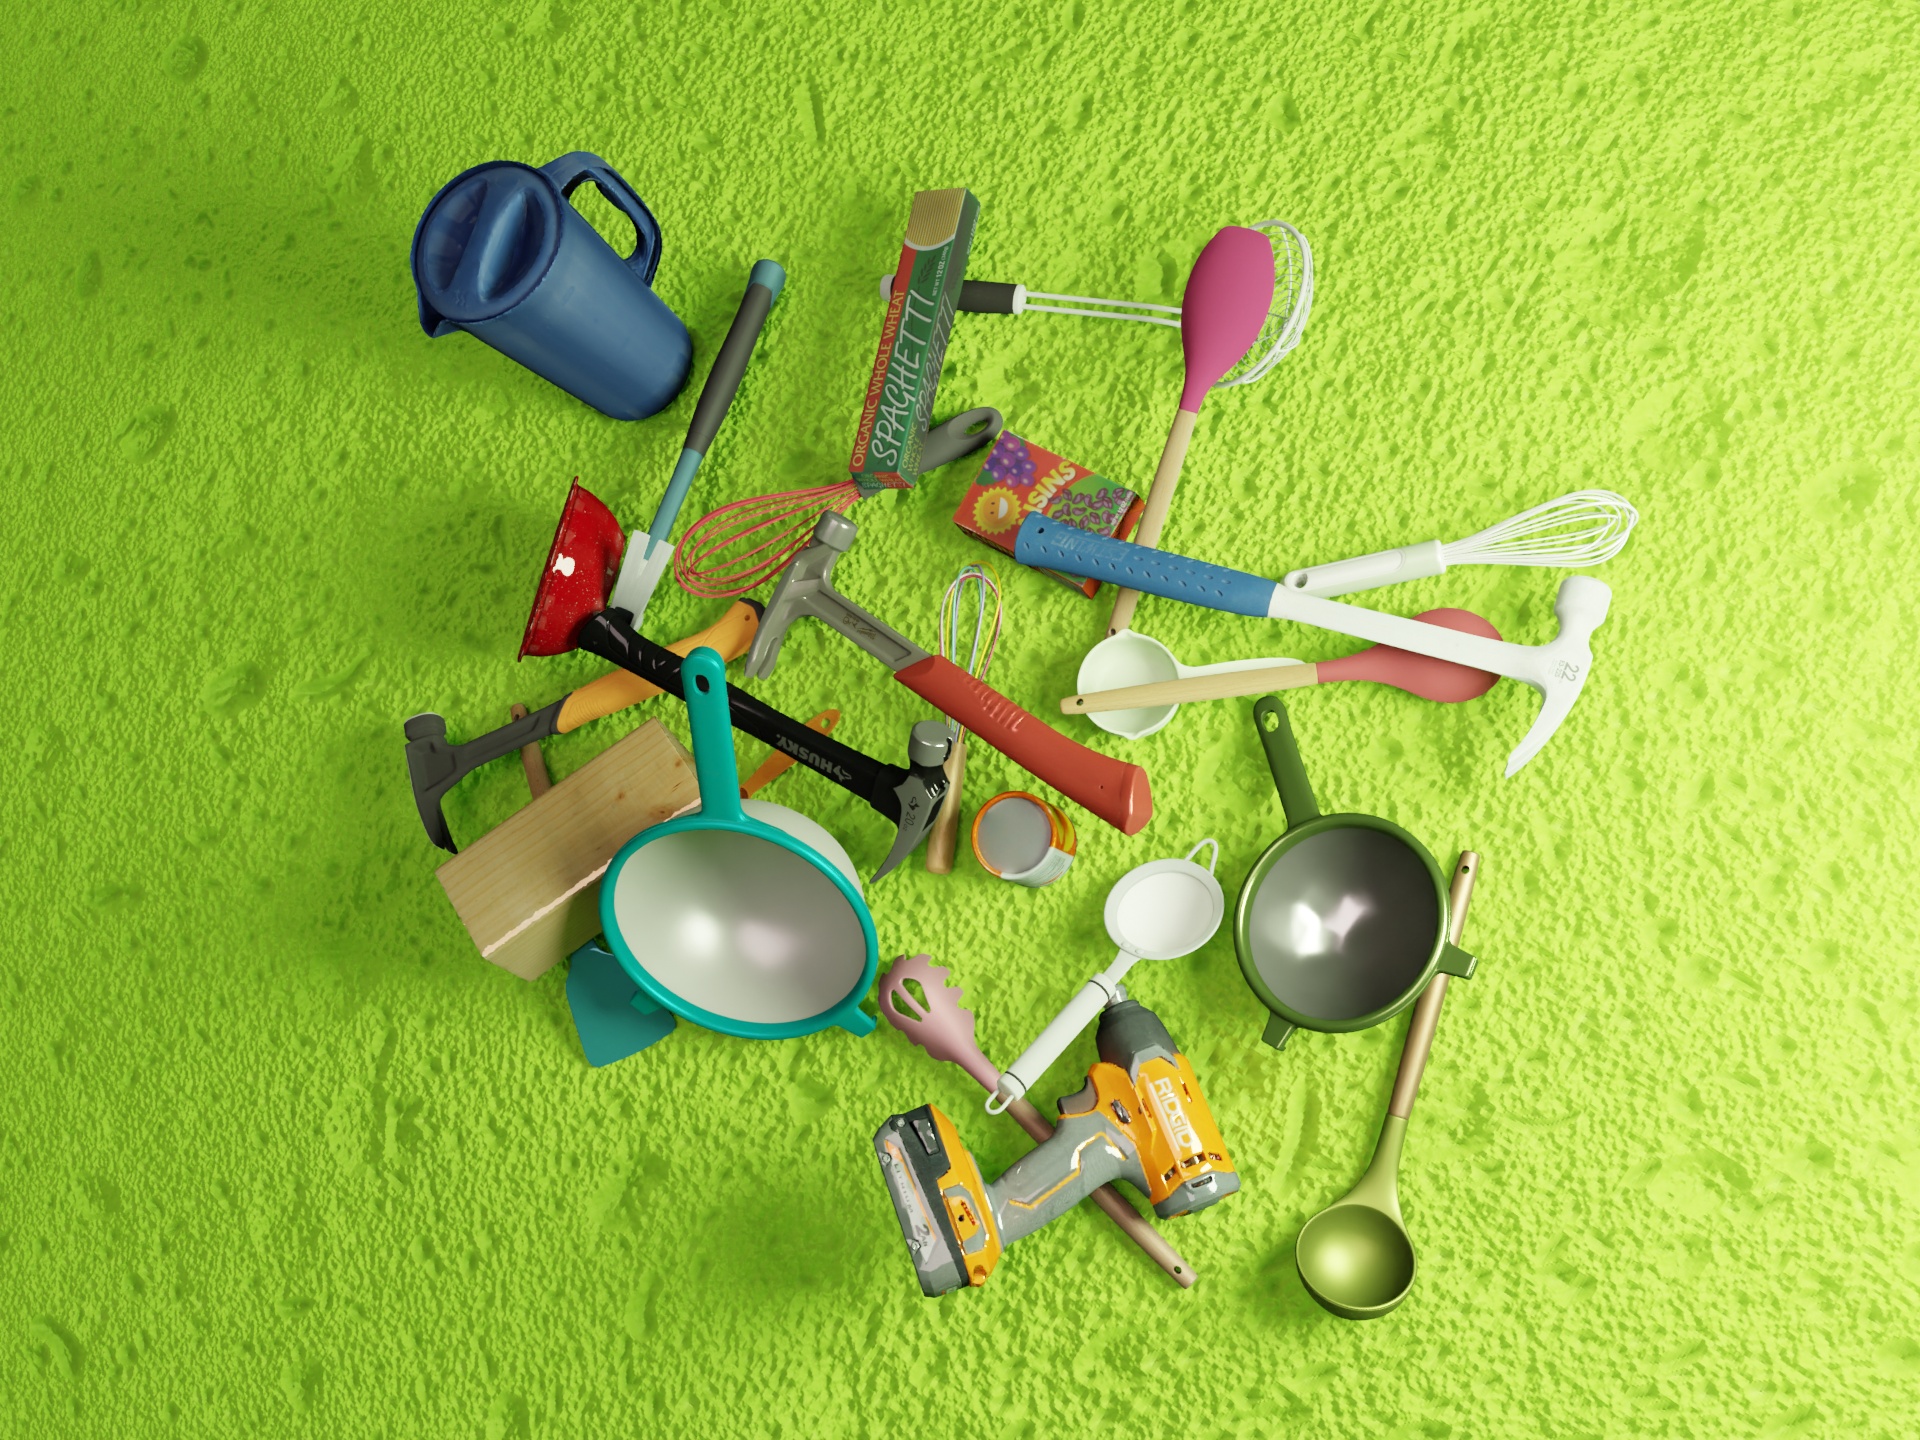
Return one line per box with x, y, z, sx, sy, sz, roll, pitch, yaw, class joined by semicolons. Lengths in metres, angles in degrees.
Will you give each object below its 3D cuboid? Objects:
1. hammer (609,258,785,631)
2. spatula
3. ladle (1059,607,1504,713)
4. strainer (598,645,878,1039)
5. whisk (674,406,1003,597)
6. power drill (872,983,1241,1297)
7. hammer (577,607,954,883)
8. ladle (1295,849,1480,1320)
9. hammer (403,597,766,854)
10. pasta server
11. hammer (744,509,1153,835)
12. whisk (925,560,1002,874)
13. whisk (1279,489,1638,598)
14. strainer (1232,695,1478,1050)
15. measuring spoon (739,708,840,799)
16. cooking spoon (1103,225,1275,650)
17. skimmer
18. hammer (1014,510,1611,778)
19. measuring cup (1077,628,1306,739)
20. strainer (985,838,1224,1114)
-0.218;-0.232;1.320;0.033;0.128;0.331;23;78;-11;hammer
-0.323;0.125;1.316;0.082;0.044;0.318;-28;67;12;spatula
0.227;-0.031;1.130;0.315;0.031;0.069;-8;76;10;ladle
-0.158;0.079;1.160;0.211;0.095;0.340;4;123;10;strainer
-0.099;-0.179;1.285;0.296;0.073;0.073;-26;72;5;whisk
0.058;0.285;1.092;0.226;0.084;0.164;-18;67;-8;power drill
-0.160;0.002;1.225;0.335;0.035;0.146;27;126;19;hammer
0.298;0.238;1.060;0.078;0.062;0.320;15;82;23;ladle
-0.304;-0.009;1.314;0.337;0.034;0.127;-24;64;8;hammer
0.051;0.287;1.152;0.316;0.040;0.060;43;94;18;pasta server
-0.010;-0.014;1.183;0.359;0.036;0.149;35;104;28;hammer
-0.001;-0.004;1.221;0.047;0.051;0.245;5;84;14;whisk
0.346;-0.118;1.122;0.246;0.059;0.058;-11;64;21;whisk
0.257;0.099;1.106;0.151;0.069;0.257;-28;54;23;strainer
-0.140;0.031;1.280;0.117;0.011;0.021;-41;67;3;measuring spoon
0.159;-0.202;1.168;0.069;0.017;0.319;24;106;28;cooking spoon
0.094;-0.332;1.228;0.363;0.090;0.127;11;87;21;skimmer
0.227;-0.077;1.114;0.406;0.035;0.144;17;74;20;hammer
0.171;-0.028;1.172;0.167;0.038;0.083;-5;79;8;measuring cup
0.102;0.180;1.103;0.087;0.050;0.258;24;55;38;strainer
